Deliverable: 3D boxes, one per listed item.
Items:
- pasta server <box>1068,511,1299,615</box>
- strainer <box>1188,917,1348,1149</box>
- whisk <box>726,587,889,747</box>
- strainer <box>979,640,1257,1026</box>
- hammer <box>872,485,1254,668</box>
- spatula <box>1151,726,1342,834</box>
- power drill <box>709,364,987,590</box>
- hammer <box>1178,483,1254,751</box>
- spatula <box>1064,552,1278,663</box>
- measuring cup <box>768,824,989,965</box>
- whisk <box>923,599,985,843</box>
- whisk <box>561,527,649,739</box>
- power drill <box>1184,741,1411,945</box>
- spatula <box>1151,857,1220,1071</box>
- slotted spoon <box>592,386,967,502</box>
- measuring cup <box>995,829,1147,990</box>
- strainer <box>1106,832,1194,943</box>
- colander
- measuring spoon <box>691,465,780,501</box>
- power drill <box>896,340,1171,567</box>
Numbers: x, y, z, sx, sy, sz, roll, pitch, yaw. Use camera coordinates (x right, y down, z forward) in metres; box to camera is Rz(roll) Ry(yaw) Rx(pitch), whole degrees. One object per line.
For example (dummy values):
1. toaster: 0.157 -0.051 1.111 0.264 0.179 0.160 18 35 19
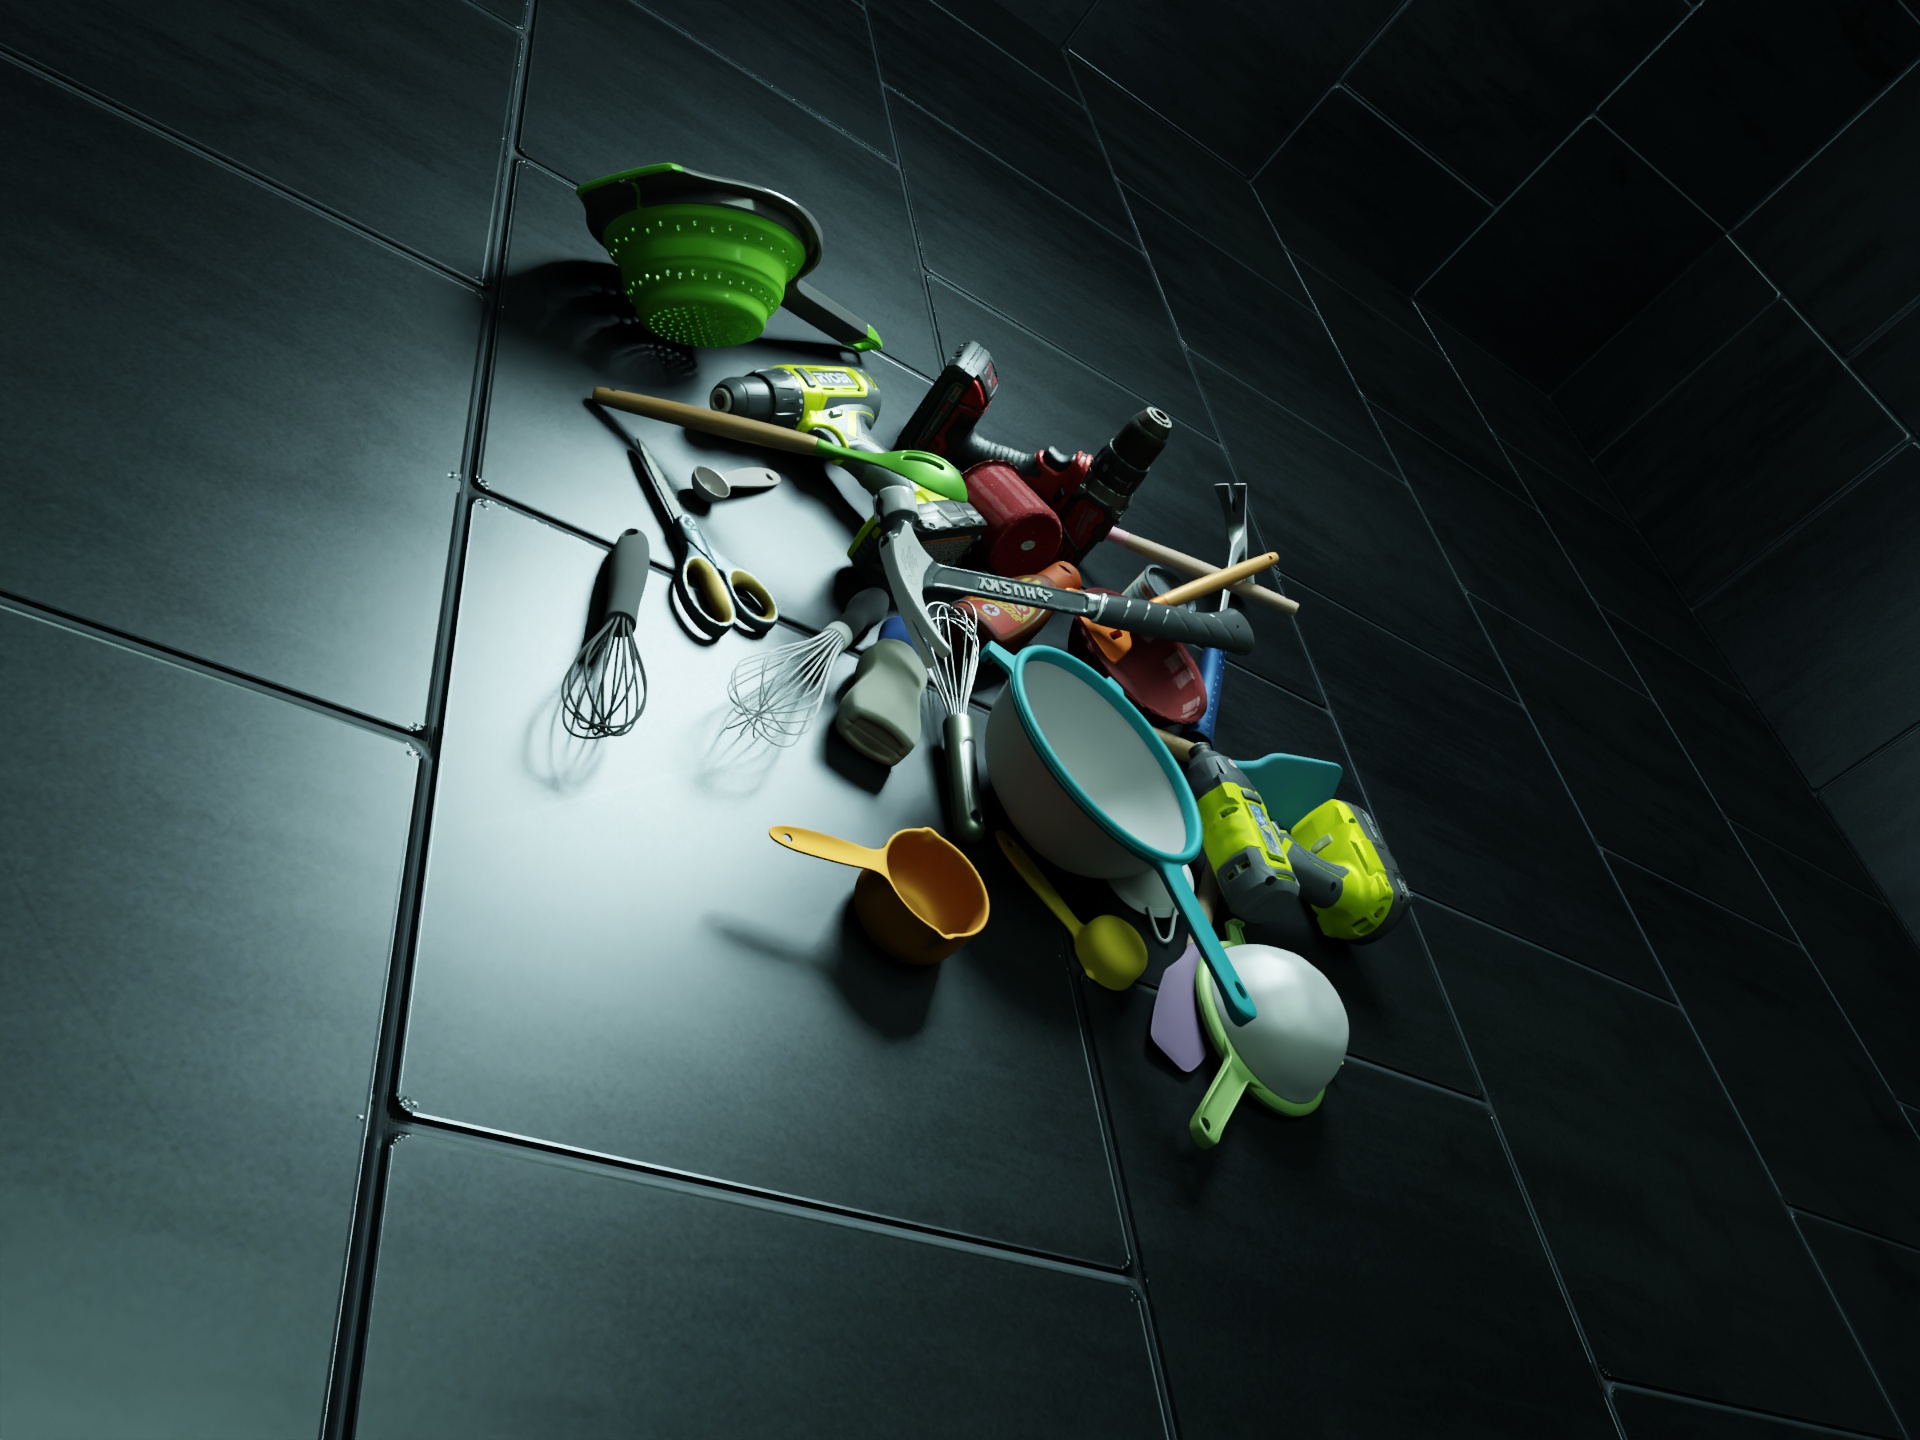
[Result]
1. pasta server: 0.198 -0.180 1.619 0.316 0.040 0.060 24 18 9
2. strainer: 0.237 0.245 1.212 0.151 0.069 0.256 53 30 2
3. whisk: -0.107 -0.053 1.209 0.070 0.070 0.285 42 27 -3
4. strainer: 0.114 0.101 1.231 0.210 0.095 0.341 13 44 -52
5. hammer: 0.106 -0.096 1.366 0.408 0.036 0.149 7 61 -37
6. spatula: 0.227 0.035 1.457 0.317 0.082 0.044 19 9 -38
7. power drill: -0.101 -0.223 1.392 0.229 0.080 0.190 51 33 16
8. hammer: 0.266 -0.099 1.646 0.406 0.035 0.144 -69 153 -50
9. spatula: 0.212 -0.121 1.509 0.322 0.041 0.081 -23 77 -41
10. measuring cup: -0.064 0.111 1.068 0.173 0.052 0.095 21 39 -29
11. whisk: -0.002 -0.004 1.275 0.057 0.059 0.247 34 36 -38
12. whisk: -0.236 -0.065 1.090 0.055 0.055 0.239 28 30 -24
13. power drill: 0.293 0.111 1.419 0.223 0.080 0.171 21 38 -40
14. spatula: 0.199 0.176 1.316 0.059 0.018 0.316 45 32 -12
15. slotted spoon: -0.143 -0.229 1.296 0.313 0.031 0.070 12 21 -7
16. measuring cup: 0.085 0.138 1.220 0.156 0.029 0.062 49 32 6
17. strainer: 0.142 0.072 1.356 0.086 0.050 0.259 6 43 -25
18. colander: -0.185 -0.375 1.454 0.396 0.204 0.094 16 74 -61
19. measuring spoon: -0.187 -0.197 1.326 0.034 0.018 0.124 50 26 8
20. power drill: 0.074 -0.271 1.543 0.226 0.187 0.080 34 32 -7
